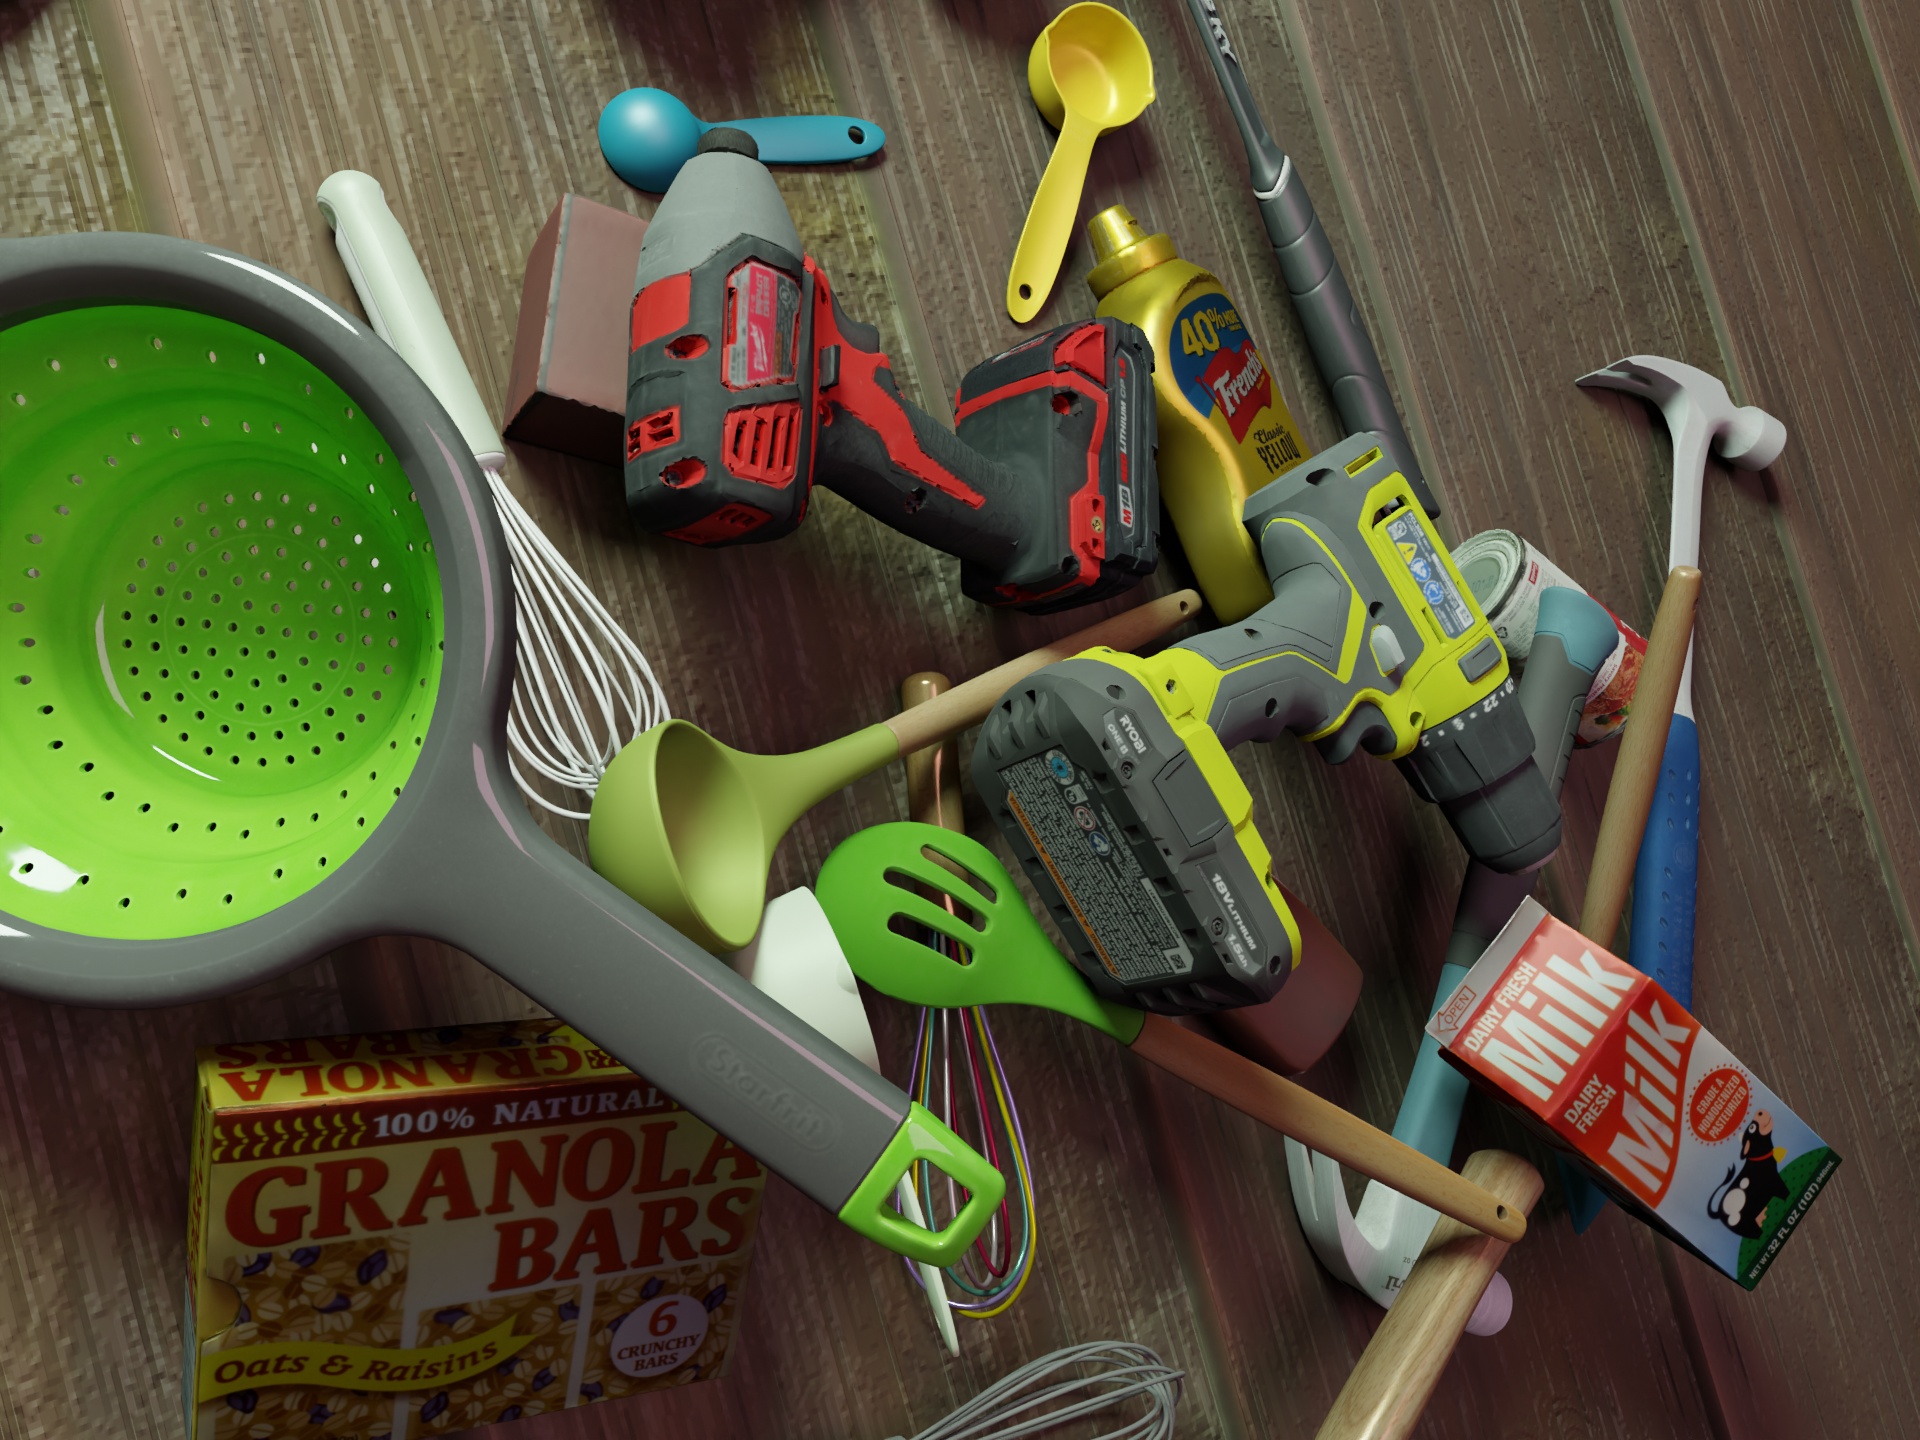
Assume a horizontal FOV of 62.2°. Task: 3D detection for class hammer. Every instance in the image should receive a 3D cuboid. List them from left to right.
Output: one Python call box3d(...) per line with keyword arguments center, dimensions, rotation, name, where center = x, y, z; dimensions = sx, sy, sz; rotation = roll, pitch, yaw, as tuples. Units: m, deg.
box3d(center=(0.142, -0.279, 0.763), dimensions=(0.149, 0.036, 0.409), rotation=(-36, 104, -55), name="hammer")
box3d(center=(0.135, 0.295, 0.596), dimensions=(0.031, 0.130, 0.331), rotation=(50, 59, -12), name="hammer")
box3d(center=(0.234, 0.100, 0.714), dimensions=(0.128, 0.033, 0.331), rotation=(23, 81, -24), name="hammer")
box3d(center=(0.381, -0.012, 0.858), dimensions=(0.144, 0.035, 0.406), rotation=(21, 70, -25), name="hammer")

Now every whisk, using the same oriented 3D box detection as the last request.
box3d(center=(-0.167, -0.079, 0.553), dimensions=(0.059, 0.058, 0.246), rotation=(-24, 87, -22), name="whisk")
box3d(center=(-0.022, 0.265, 0.564), dimensions=(0.239, 0.055, 0.055), rotation=(-3, 81, -25), name="whisk")
box3d(center=(0.000, 0.100, 0.611), dimensions=(0.051, 0.047, 0.245), rotation=(2, 75, -28), name="whisk")

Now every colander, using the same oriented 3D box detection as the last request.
box3d(center=(-0.155, 0.021, 0.460), dimensions=(0.397, 0.094, 0.204), rotation=(36, 92, -1), name="colander")

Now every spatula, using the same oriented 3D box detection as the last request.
box3d(center=(0.304, 0.083, 0.721), dimensions=(0.082, 0.044, 0.317), rotation=(-26, 127, -46), name="spatula")

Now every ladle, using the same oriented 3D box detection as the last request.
box3d(center=(-0.001, -0.002, 0.595), dimensions=(0.320, 0.062, 0.078), rotation=(-25, 99, -40), name="ladle")

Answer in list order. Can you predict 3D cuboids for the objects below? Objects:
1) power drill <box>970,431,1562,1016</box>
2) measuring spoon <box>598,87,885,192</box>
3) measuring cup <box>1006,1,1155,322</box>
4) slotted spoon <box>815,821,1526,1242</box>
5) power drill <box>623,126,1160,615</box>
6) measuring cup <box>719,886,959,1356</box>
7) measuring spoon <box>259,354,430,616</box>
box3d(center=(0.132, 0.013, 0.609), dimensions=(0.228, 0.080, 0.190), rotation=(-33, 94, -34), name="power drill")
box3d(center=(-0.083, -0.240, 0.647), dimensions=(0.128, 0.021, 0.042), rotation=(-14, 87, -30), name="measuring spoon")
box3d(center=(0.043, -0.251, 0.728), dimensions=(0.062, 0.029, 0.156), rotation=(21, 81, -25), name="measuring cup")
box3d(center=(0.088, 0.126, 0.602), dimensions=(0.313, 0.031, 0.070), rotation=(30, 59, -11), name="slotted spoon")
box3d(center=(-0.024, -0.121, 0.592), dimensions=(0.219, 0.078, 0.143), rotation=(10, 75, -43), name="power drill")
box3d(center=(-0.043, 0.142, 0.548), dimensions=(0.038, 0.083, 0.168), rotation=(-17, 78, -14), name="measuring cup")
box3d(center=(-0.207, -0.084, 0.545), dimensions=(0.034, 0.018, 0.124), rotation=(-30, 96, -31), name="measuring spoon")
